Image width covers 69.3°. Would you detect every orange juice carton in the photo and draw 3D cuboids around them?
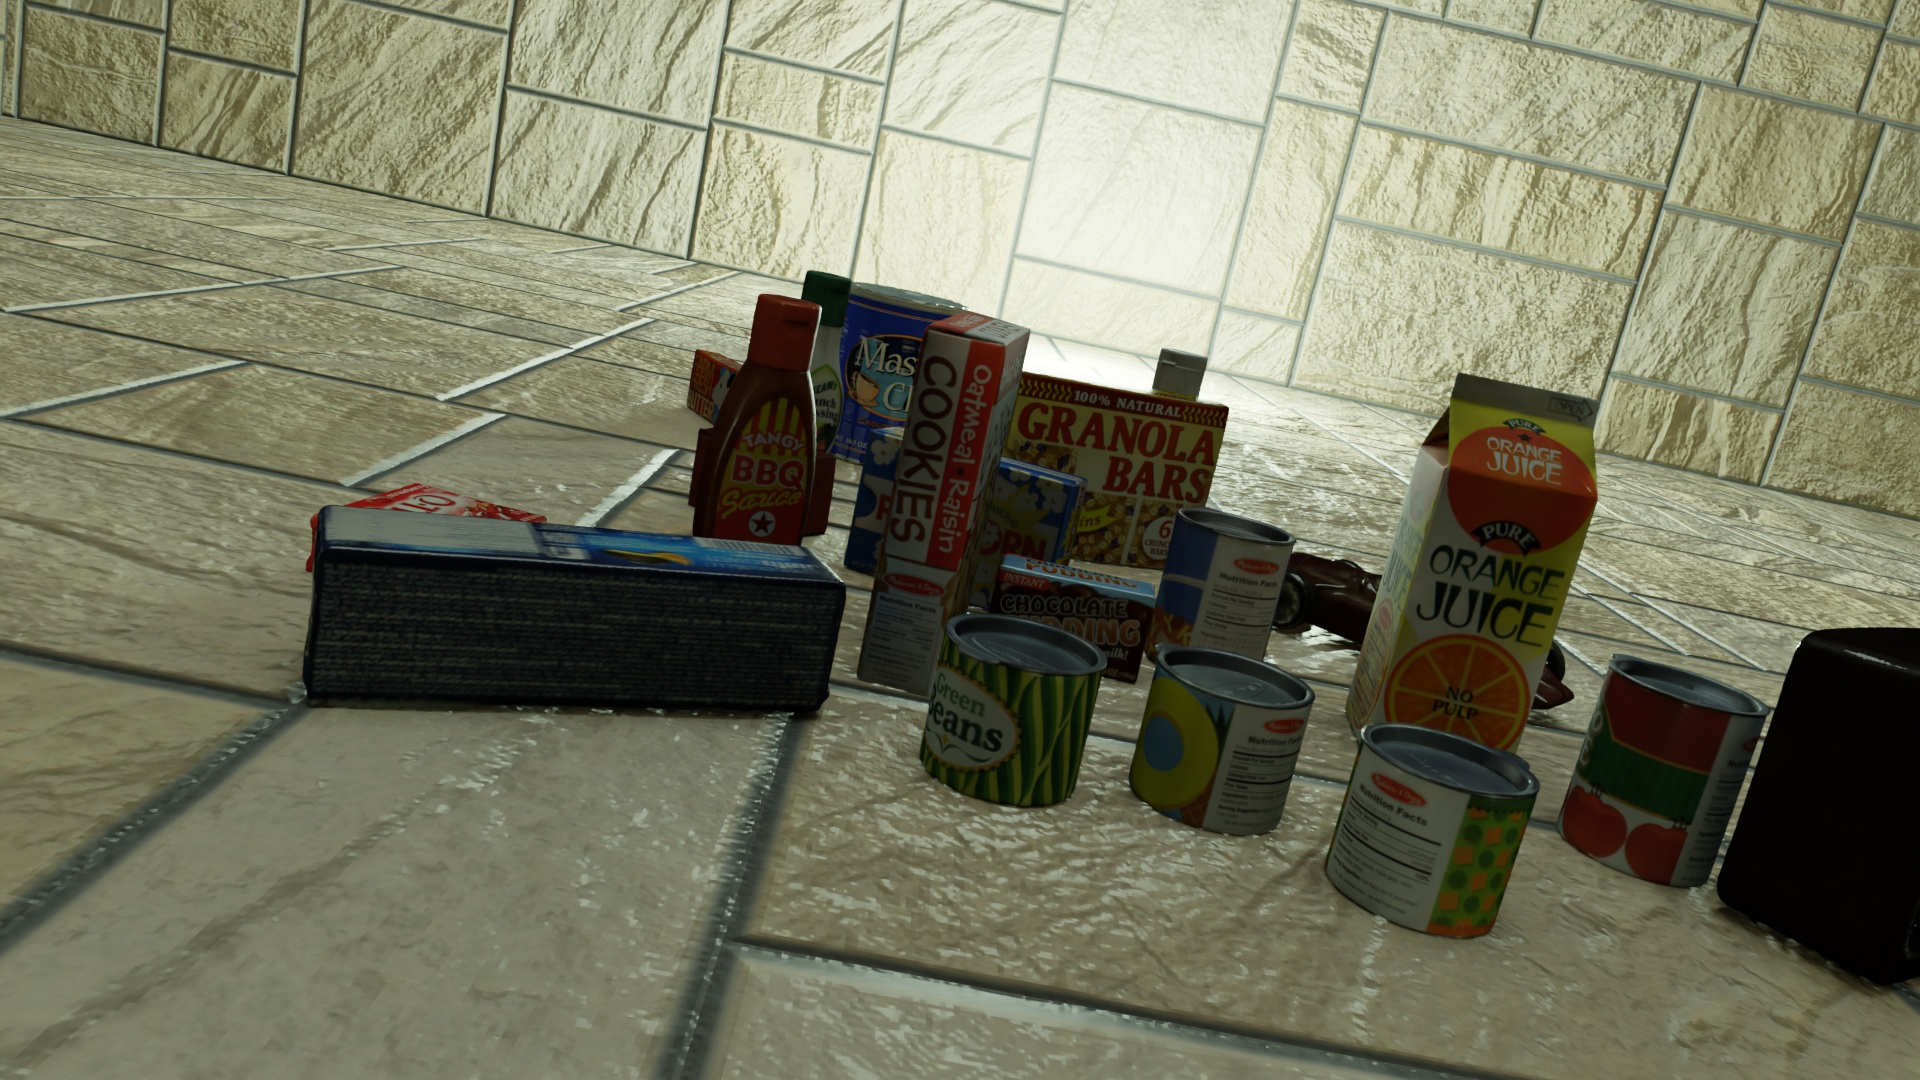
[{"bbox_3d":[0.255,0.016,0.692,0.072,0.192,0.073,13,13,5],"label":"orange juice carton"}]

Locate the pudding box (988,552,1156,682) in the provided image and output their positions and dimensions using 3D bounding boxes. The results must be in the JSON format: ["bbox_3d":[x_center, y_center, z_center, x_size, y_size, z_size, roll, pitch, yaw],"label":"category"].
[{"bbox_3d":[0.057,0.040,0.727,0.084,0.049,0.030,12,13,1],"label":"pudding box"}]

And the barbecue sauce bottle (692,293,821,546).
[{"bbox_3d":[-0.111,-0.065,0.795,0.065,0.148,0.044,6,14,-27],"label":"barbecue sauce bottle"}]

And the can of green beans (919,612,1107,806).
[{"bbox_3d":[0.020,0.067,0.561,0.071,0.057,0.071,12,13,-3],"label":"can of green beans"}]

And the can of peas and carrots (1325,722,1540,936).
[{"bbox_3d":[0.181,0.109,0.531,0.071,0.058,0.071,12,13,-3],"label":"can of peas and carrots"}]

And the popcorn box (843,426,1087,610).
[{"bbox_3d":[0.003,-0.010,0.808,0.127,0.085,0.038,16,13,17],"label":"popcorn box"}]

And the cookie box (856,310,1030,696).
[{"bbox_3d":[-0.007,-0.024,0.679,0.040,0.167,0.123,13,13,5],"label":"cookie box"}]

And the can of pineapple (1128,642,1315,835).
[{"bbox_3d":[0.107,0.082,0.580,0.071,0.057,0.071,12,13,-3],"label":"can of pineapple"}]

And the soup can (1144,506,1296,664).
[{"bbox_3d":[0.142,0.030,0.770,0.071,0.083,0.071,12,13,-3],"label":"soup can"}]

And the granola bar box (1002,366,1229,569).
[{"bbox_3d":[0.095,-0.048,0.964,0.166,0.124,0.039,7,14,-23],"label":"granola bar box"}]

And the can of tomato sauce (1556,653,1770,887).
[{"bbox_3d":[0.312,0.102,0.625,0.071,0.083,0.071,12,13,-3],"label":"can of tomato sauce"}]

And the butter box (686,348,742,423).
[{"bbox_3d":[-0.202,-0.127,1.178,0.024,0.053,0.103,4,15,-32],"label":"butter box"}]

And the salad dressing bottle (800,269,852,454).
[{"bbox_3d":[-0.116,-0.134,1.079,0.064,0.147,0.044,1,17,-41],"label":"salad dressing bottle"}]

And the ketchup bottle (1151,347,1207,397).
[{"bbox_3d":[0.152,-0.070,1.054,0.065,0.148,0.043,22,16,38],"label":"ketchup bottle"}]
